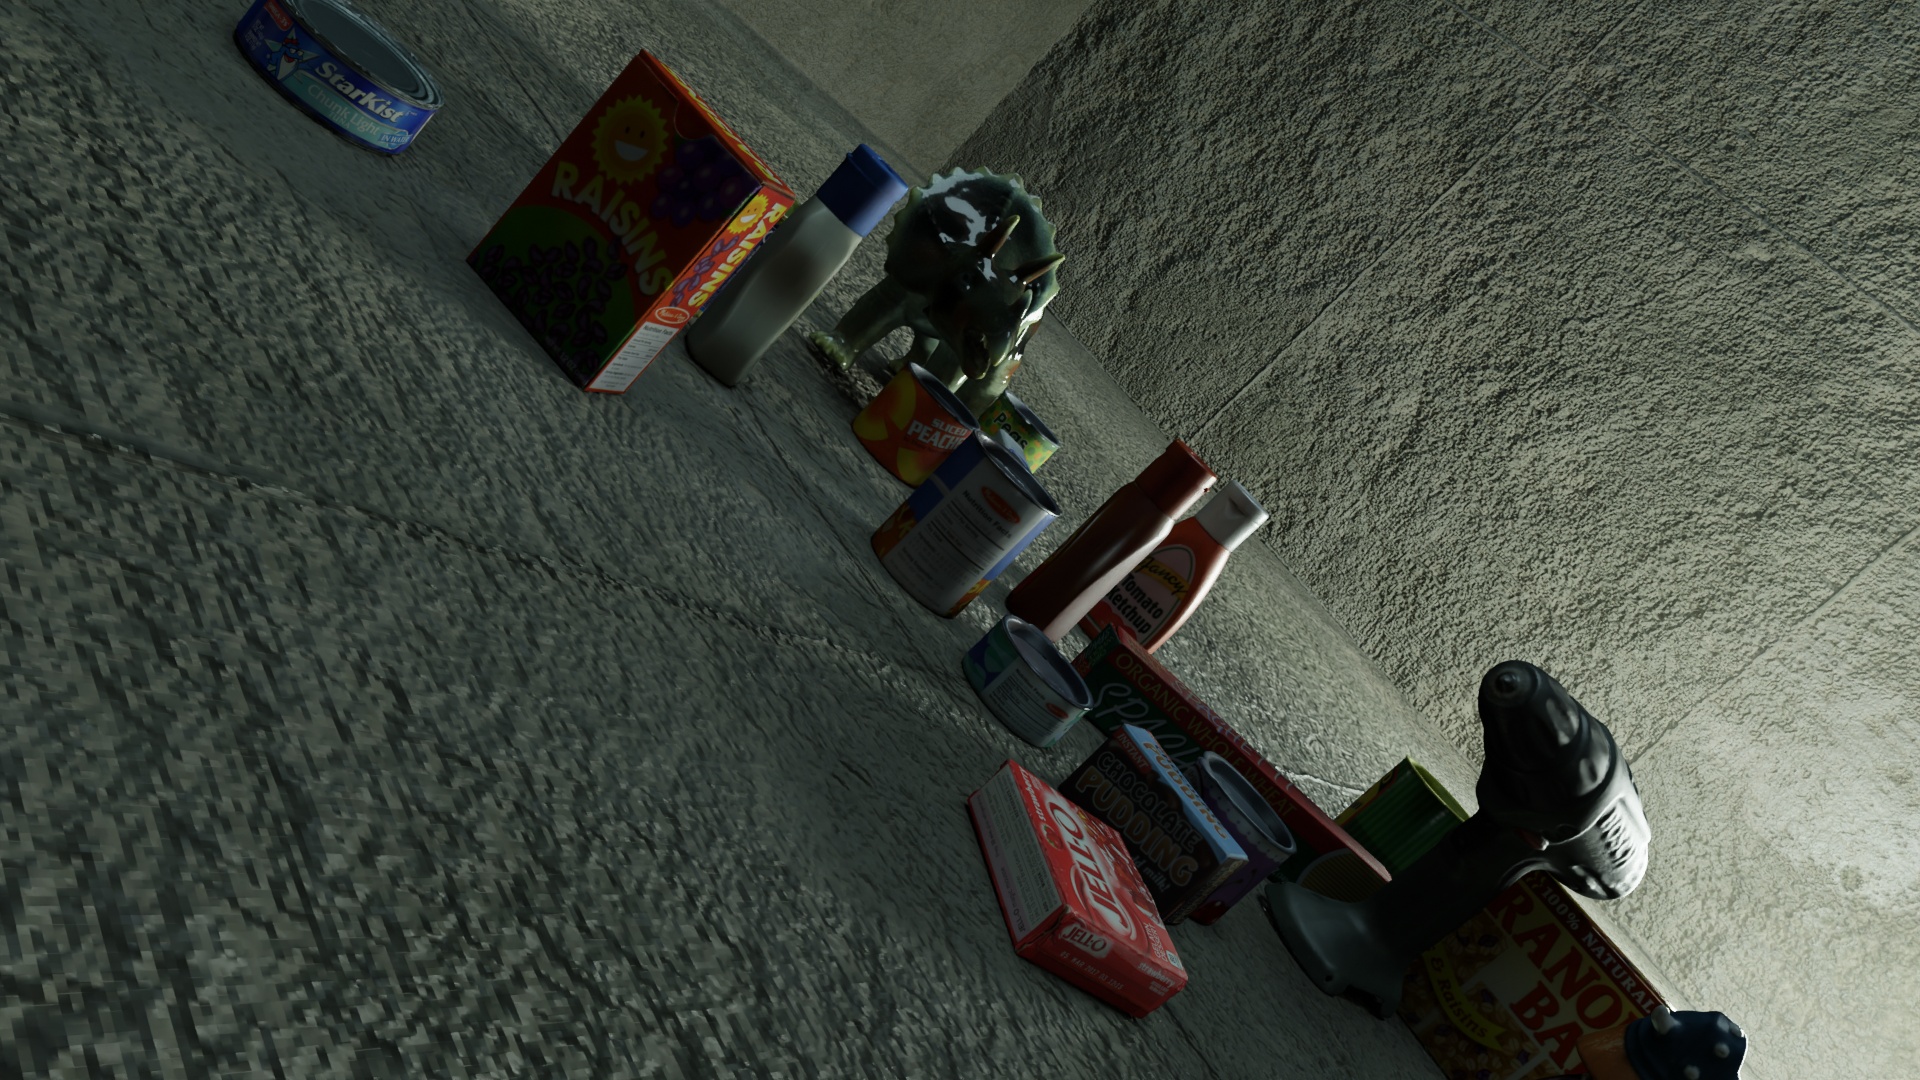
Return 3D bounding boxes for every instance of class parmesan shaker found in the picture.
[{"bbox_3d":[0.283,0.202,0.930,0.071,0.103,0.071,42,13,-12],"label":"parmesan shaker"}]

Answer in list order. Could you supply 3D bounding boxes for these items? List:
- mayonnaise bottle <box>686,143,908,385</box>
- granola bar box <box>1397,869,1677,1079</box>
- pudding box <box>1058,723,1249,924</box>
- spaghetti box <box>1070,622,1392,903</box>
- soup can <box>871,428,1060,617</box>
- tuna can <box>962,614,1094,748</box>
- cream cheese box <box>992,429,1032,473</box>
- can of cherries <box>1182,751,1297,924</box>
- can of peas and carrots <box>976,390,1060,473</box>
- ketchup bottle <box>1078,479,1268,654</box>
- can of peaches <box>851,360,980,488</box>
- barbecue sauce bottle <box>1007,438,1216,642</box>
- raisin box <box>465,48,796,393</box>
[{"bbox_3d":[-0.091,-0.154,0.776,0.041,0.148,0.065,40,13,-21],"label":"mayonnaise bottle"},{"bbox_3d":[0.336,0.275,0.819,0.039,0.124,0.166,28,21,-53],"label":"granola bar box"},{"bbox_3d":[0.092,0.135,0.667,0.084,0.049,0.030,53,15,31],"label":"pudding box"},{"bbox_3d":[0.164,0.149,0.844,0.250,0.050,0.029,42,13,-13],"label":"spaghetti box"},{"bbox_3d":[0.003,-0.010,0.762,0.071,0.083,0.071,42,13,-12],"label":"soup can"},{"bbox_3d":[0.035,0.072,0.722,0.071,0.032,0.071,42,13,-12],"label":"tuna can"},{"bbox_3d":[0.024,-0.039,0.988,0.024,0.053,0.104,41,13,-19],"label":"cream cheese box"},{"bbox_3d":[0.124,0.149,0.704,0.071,0.058,0.072,42,13,-12],"label":"can of cherries"},{"bbox_3d":[0.040,-0.081,1.153,0.071,0.058,0.071,42,13,-12],"label":"can of peas and carrots"},{"bbox_3d":[0.151,0.021,0.980,0.065,0.148,0.043,48,13,12],"label":"ketchup bottle"},{"bbox_3d":[-0.029,-0.075,0.925,0.071,0.058,0.071,42,13,-12],"label":"can of peaches"},{"bbox_3d":[0.096,0.000,0.876,0.044,0.148,0.065,47,13,10],"label":"barbecue sauce bottle"},{"bbox_3d":[-0.146,-0.138,0.614,0.086,0.123,0.040,48,13,11],"label":"raisin box"}]
